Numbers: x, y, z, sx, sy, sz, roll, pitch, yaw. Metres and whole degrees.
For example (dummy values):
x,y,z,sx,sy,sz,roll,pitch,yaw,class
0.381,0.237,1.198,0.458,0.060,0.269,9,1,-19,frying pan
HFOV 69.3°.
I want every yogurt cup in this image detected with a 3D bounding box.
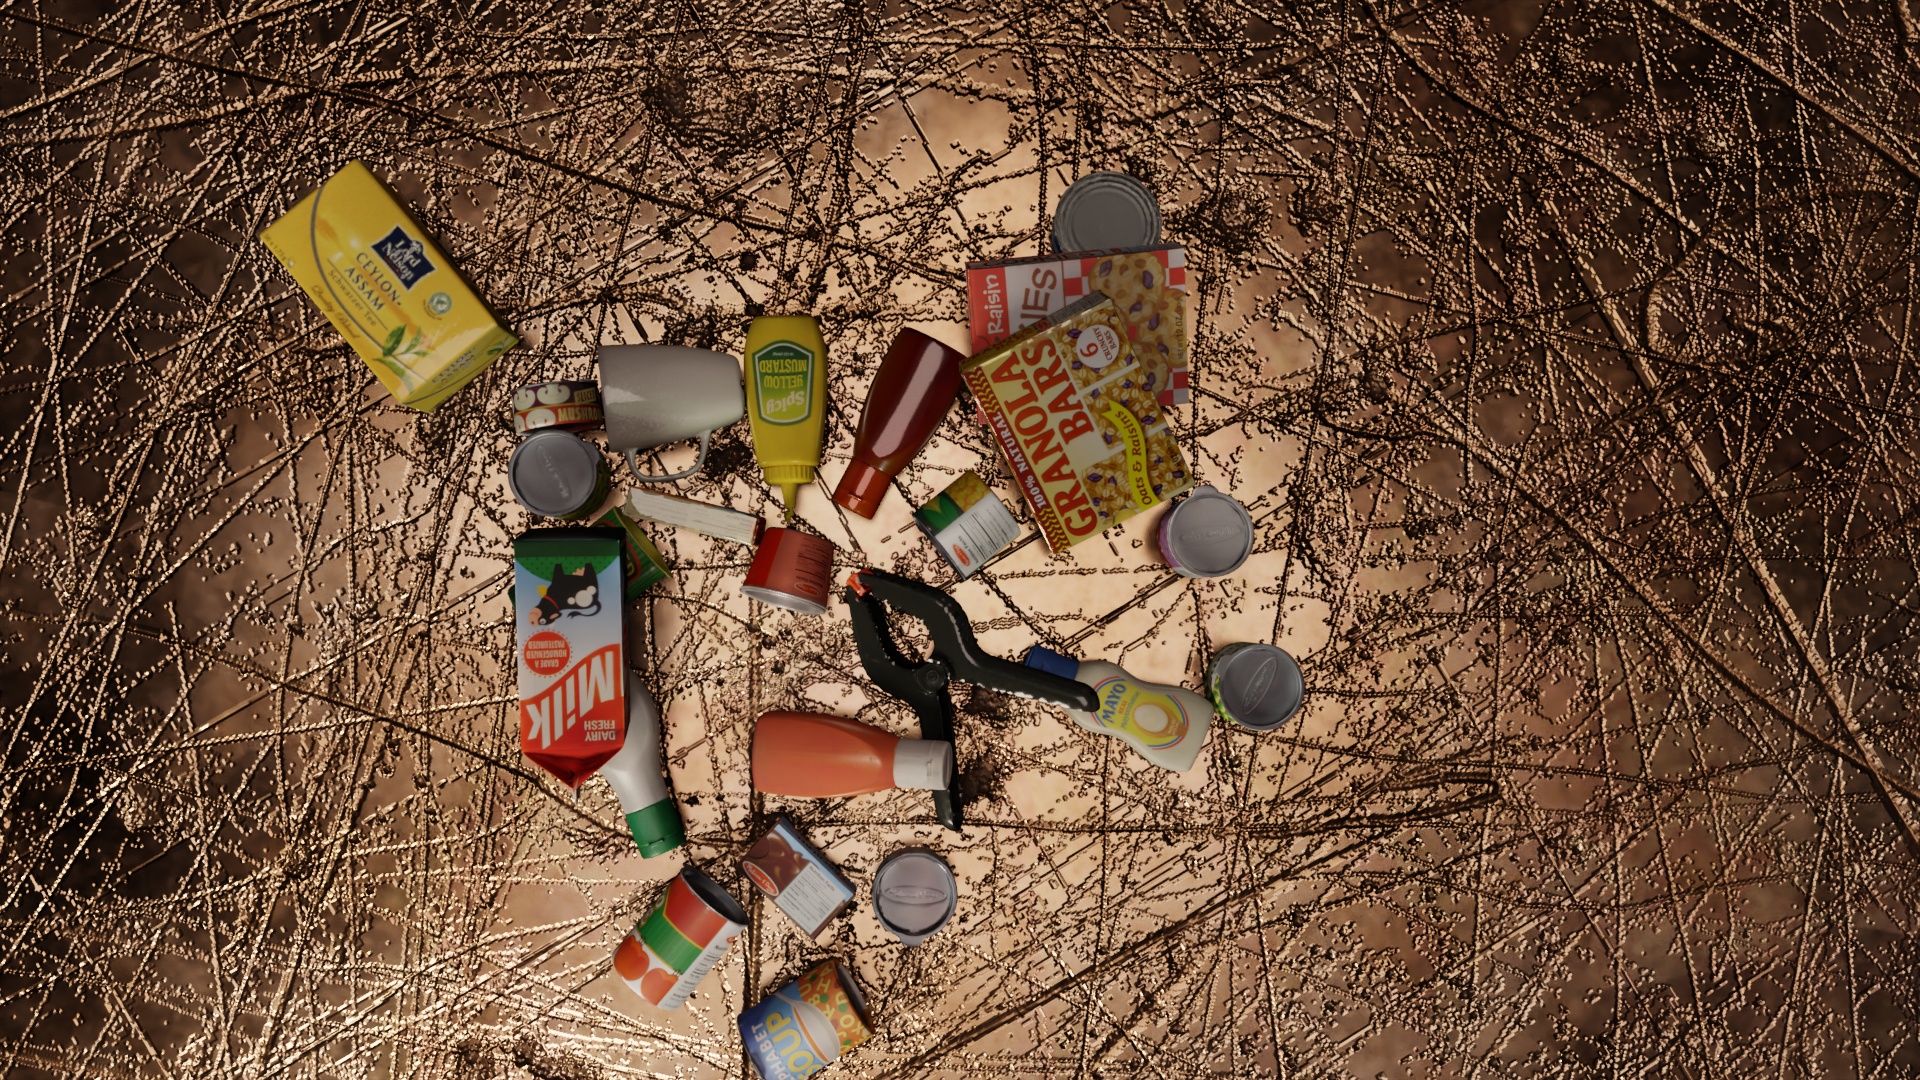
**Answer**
x,y,z,sx,sy,sz,roll,pitch,yaw,class
-0.130,0.023,1.069,0.072,0.072,0.054,14,79,-1,yogurt cup

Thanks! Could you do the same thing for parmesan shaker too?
x,y,z,sx,sy,sz,roll,pitch,yaw,class
-0.282,0.033,1.059,0.103,0.071,0.071,-39,89,-4,parmesan shaker

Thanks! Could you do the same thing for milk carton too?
x,y,z,sx,sy,sz,roll,pitch,yaw,class
-0.276,0.089,0.996,0.073,0.072,0.190,-1,97,-10,milk carton

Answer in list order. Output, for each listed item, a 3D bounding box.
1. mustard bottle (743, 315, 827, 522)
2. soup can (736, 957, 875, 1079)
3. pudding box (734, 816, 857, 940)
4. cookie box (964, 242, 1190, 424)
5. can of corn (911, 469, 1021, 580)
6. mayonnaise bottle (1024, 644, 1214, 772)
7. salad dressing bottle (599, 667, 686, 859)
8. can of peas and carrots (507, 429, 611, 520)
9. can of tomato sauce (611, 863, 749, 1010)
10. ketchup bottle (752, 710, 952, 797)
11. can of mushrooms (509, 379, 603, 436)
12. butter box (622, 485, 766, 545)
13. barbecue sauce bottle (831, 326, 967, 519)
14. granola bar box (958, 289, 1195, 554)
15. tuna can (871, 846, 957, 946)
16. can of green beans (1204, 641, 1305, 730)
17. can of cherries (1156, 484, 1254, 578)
x,y,z,sx,sy,sz,roll,pitch,yaw,class
-0.134,-0.094,1.082,0.065,0.049,0.160,-3,87,-1,mustard bottle
-0.116,0.365,1.045,0.084,0.071,0.071,-31,89,-4,soup can
-0.126,0.260,1.071,0.084,0.030,0.049,43,87,1,pudding box
0.091,-0.161,1.080,0.167,0.040,0.122,-6,108,-3,cookie box
0.004,-0.013,1.076,0.058,0.071,0.071,-39,89,-4,can of corn
0.119,0.126,1.083,0.148,0.041,0.065,23,88,0,mayonnaise bottle
-0.254,0.169,1.065,0.064,0.044,0.147,-21,89,-4,salad dressing bottle
-0.305,-0.051,1.068,0.071,0.058,0.071,0,87,-3,can of peas and carrots
-0.213,0.299,1.048,0.071,0.071,0.083,40,87,0,can of tomato sauce
-0.082,0.166,1.055,0.149,0.043,0.064,3,93,12,ketchup bottle
-0.307,-0.102,1.066,0.071,0.071,0.033,-8,88,-3,can of mushrooms
-0.204,-0.019,1.073,0.103,0.053,0.024,14,90,-1,butter box
-0.052,-0.089,1.088,0.065,0.043,0.148,27,87,0,barbecue sauce bottle
0.090,-0.088,1.061,0.124,0.039,0.165,-27,109,4,granola bar box
-0.036,0.274,1.072,0.071,0.033,0.071,0,87,-2,tuna can
0.227,0.112,1.080,0.071,0.058,0.071,0,87,-2,can of green beans
0.191,-0.006,1.086,0.071,0.058,0.071,0,87,-1,can of cherries
